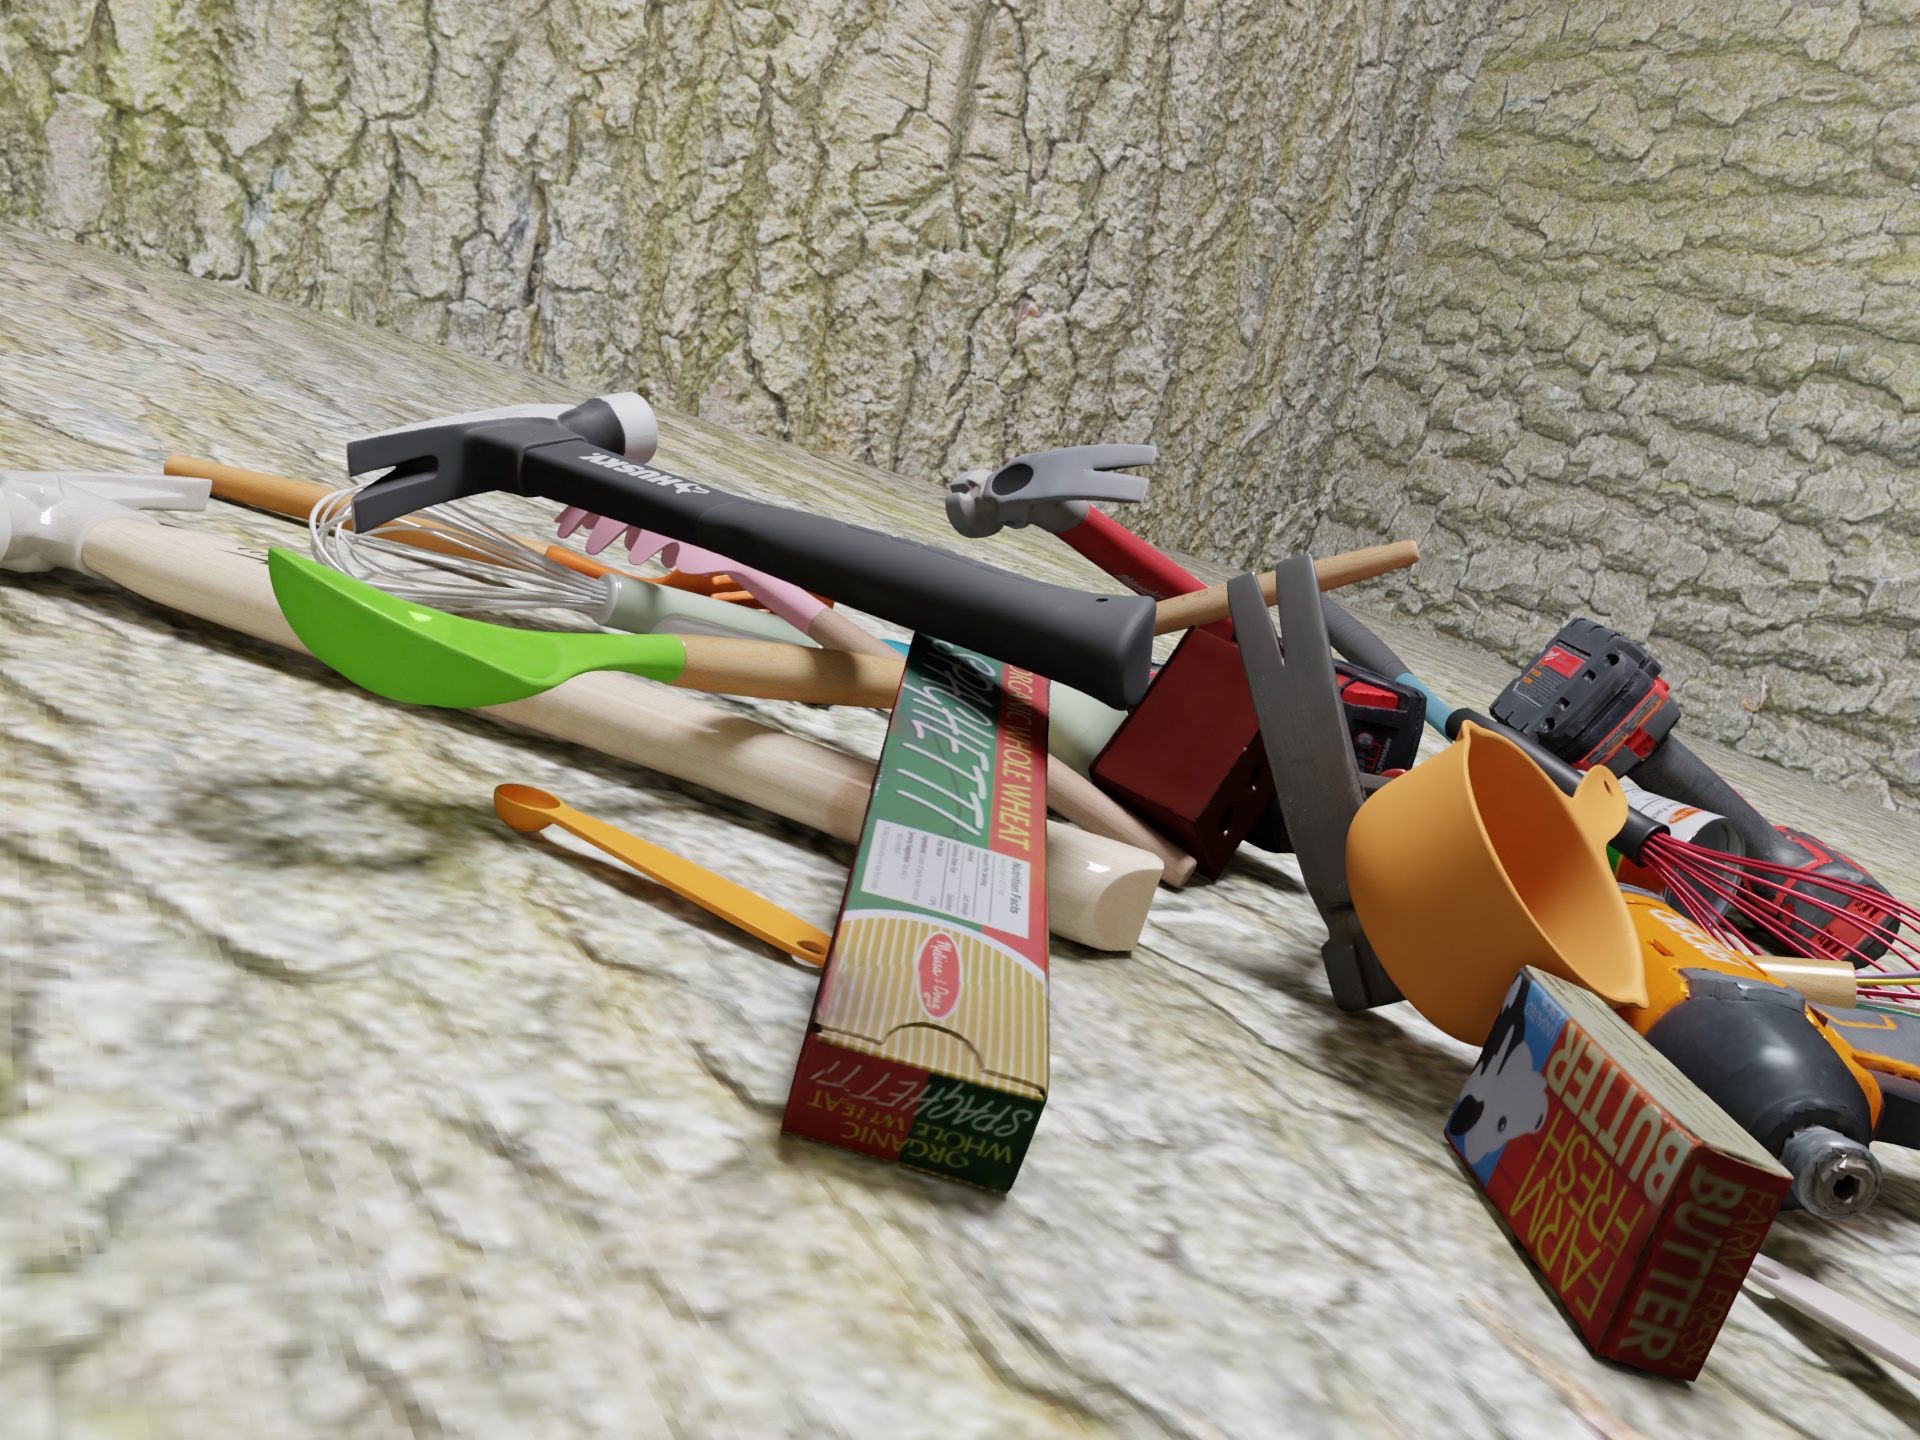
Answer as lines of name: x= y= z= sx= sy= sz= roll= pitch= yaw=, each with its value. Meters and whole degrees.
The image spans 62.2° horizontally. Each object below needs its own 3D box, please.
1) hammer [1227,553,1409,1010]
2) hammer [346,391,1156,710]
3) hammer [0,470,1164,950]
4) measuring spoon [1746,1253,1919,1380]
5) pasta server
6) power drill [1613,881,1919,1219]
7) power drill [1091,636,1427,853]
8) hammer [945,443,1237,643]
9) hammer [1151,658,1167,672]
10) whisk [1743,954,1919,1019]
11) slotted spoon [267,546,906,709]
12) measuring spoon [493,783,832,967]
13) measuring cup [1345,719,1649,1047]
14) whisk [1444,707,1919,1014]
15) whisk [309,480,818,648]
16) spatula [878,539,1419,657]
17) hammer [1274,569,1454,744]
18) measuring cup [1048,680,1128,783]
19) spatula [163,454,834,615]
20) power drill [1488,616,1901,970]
hammer: x=0.192 y=0.031 z=0.670 sx=0.037 sy=0.149 sz=0.359 roll=-17 pitch=-11 yaw=24
hammer: x=-0.074 y=-0.064 z=0.555 sx=0.335 sy=0.035 sz=0.146 roll=21 pitch=29 yaw=36
hammer: x=-0.131 y=-0.009 z=0.539 sx=0.410 sy=0.038 sz=0.146 roll=19 pitch=9 yaw=5
measuring spoon: x=0.215 y=0.151 z=0.356 sx=0.034 sy=0.018 sz=0.124 roll=14 pitch=5 yaw=-20
pasta server: x=-0.041 y=-0.020 z=0.654 sx=0.316 sy=0.040 sz=0.060 roll=34 pitch=12 yaw=19
power drill: x=0.300 y=0.118 z=0.478 sx=0.226 sy=0.084 sz=0.164 roll=13 pitch=12 yaw=-2
power drill: x=0.141 y=0.011 z=0.772 sx=0.188 sy=0.080 sz=0.226 roll=26 pitch=17 yaw=39
hammer: x=0.172 y=-0.057 z=0.959 sx=0.386 sy=0.038 sz=0.143 roll=29 pitch=-19 yaw=-37
hammer: x=0.159 y=-0.037 z=1.151 sx=0.149 sy=0.036 sz=0.408 roll=23 pitch=11 yaw=30
whisk: x=0.358 y=0.107 z=0.596 sx=0.245 sy=0.051 sz=0.047 roll=2 pitch=-16 yaw=21
slotted spoon: x=-0.072 y=-0.016 z=0.499 sx=0.070 sy=0.031 sz=0.313 roll=27 pitch=12 yaw=32
measuring spoon: x=-0.078 y=0.045 z=0.428 sx=0.117 sy=0.011 sz=0.021 roll=24 pitch=11 yaw=15
measuring cup: x=0.176 y=0.046 z=0.507 sx=0.173 sy=0.052 sz=0.095 roll=-17 pitch=74 yaw=-58
whisk: x=0.330 y=0.067 z=0.722 sx=0.073 sy=0.073 sz=0.296 roll=10 pitch=22 yaw=-37
whisk: x=-0.166 y=-0.056 z=0.711 sx=0.246 sy=0.057 sz=0.059 roll=13 pitch=46 yaw=-38
spatula: x=0.084 y=-0.060 z=0.858 sx=0.317 sy=0.044 sz=0.082 roll=-14 pitch=0 yaw=19
hammer: x=0.298 y=-0.029 z=1.088 sx=0.128 sy=0.033 sz=0.331 roll=37 pitch=12 yaw=-32
measuring cup: x=-0.001 y=-0.002 z=0.696 sx=0.168 sy=0.038 sz=0.083 roll=2 pitch=-48 yaw=48
spatula: x=-0.220 y=-0.089 z=0.769 sx=0.322 sy=0.081 sz=0.041 roll=14 pitch=52 yaw=-1
power drill: x=0.415 y=0.043 z=0.904 sx=0.219 sy=0.078 sz=0.143 roll=41 pitch=12 yaw=-1
